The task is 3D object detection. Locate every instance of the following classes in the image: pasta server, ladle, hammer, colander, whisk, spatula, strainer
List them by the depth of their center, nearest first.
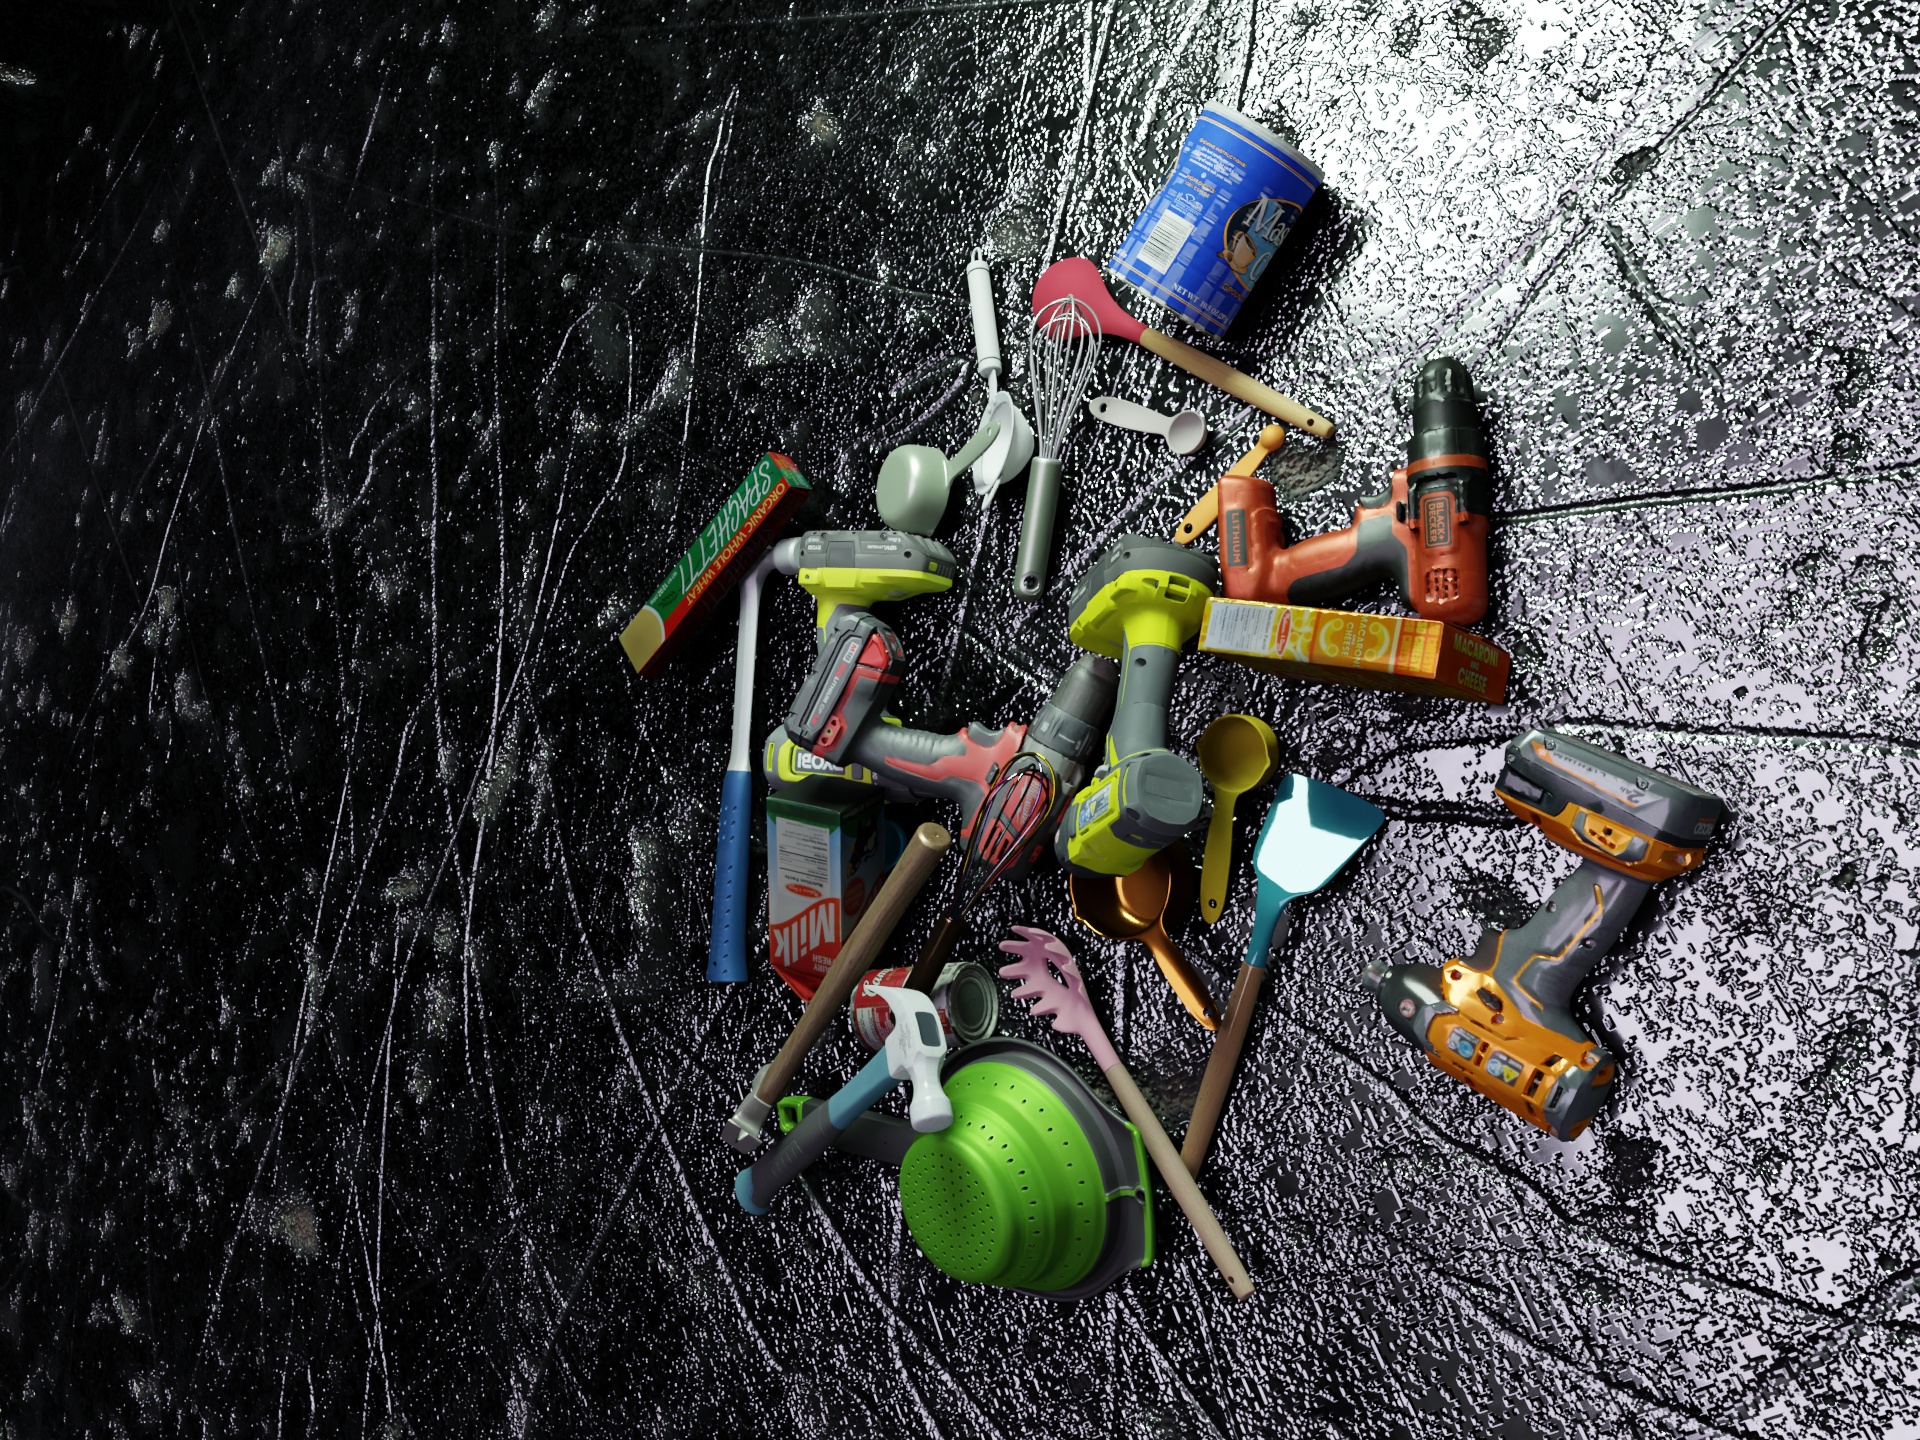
[{"bbox_3d":[0.208,0.196,1.129,0.082,0.044,0.317,24,103,37],"label":"spatula"},{"bbox_3d":[0.119,0.278,1.160,0.317,0.040,0.060,58,133,34],"label":"pasta server"},{"bbox_3d":[0.007,0.132,1.199,0.047,0.051,0.245,27,105,2],"label":"whisk"},{"bbox_3d":[-0.036,0.346,1.228,0.397,0.094,0.204,-1,98,44],"label":"colander"},{"bbox_3d":[-0.099,0.212,1.234,0.031,0.130,0.331,32,114,0],"label":"hammer"},{"bbox_3d":[0.163,-0.287,1.237,0.316,0.031,0.069,37,110,34],"label":"ladle"},{"bbox_3d":[-0.101,0.313,1.242,0.331,0.033,0.128,-49,40,43],"label":"hammer"},{"bbox_3d":[0.071,-0.216,1.275,0.059,0.057,0.246,-125,43,-77],"label":"whisk"},{"bbox_3d":[0.028,-0.289,1.333,0.087,0.050,0.259,135,133,-59],"label":"strainer"},{"bbox_3d":[-0.208,0.036,1.470,0.144,0.035,0.405,-2,82,37],"label":"hammer"}]

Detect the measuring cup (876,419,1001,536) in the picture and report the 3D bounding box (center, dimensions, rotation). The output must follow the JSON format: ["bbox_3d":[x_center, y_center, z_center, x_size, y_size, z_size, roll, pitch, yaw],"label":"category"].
[{"bbox_3d":[-0.022,-0.212,1.324,0.167,0.038,0.083,-32,58,56],"label":"measuring cup"}]

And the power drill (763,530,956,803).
[{"bbox_3d":[-0.069,-0.041,1.348,0.191,0.080,0.228,4,88,30],"label":"power drill"}]

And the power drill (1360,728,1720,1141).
[{"bbox_3d":[0.352,0.123,0.991,0.164,0.084,0.226,28,104,38],"label":"power drill"}]

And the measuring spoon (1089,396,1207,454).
[{"bbox_3d":[0.148,-0.235,1.250,0.124,0.018,0.034,29,101,44],"label":"measuring spoon"}]

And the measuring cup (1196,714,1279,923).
[{"bbox_3d":[0.198,0.072,1.160,0.062,0.029,0.156,15,104,39],"label":"measuring cup"}]

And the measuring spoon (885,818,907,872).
[{"bbox_3d":[-0.069,0.145,1.361,0.042,0.021,0.128,21,105,35],"label":"measuring spoon"}]

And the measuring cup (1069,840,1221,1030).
[{"bbox_3d":[0.151,0.151,1.162,0.095,0.052,0.174,-45,61,24],"label":"measuring cup"}]

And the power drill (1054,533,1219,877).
[{"bbox_3d":[0.117,-0.003,1.130,0.171,0.080,0.223,134,148,-62],"label":"power drill"}]

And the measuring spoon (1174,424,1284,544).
[{"bbox_3d":[0.200,-0.177,1.198,0.117,0.011,0.021,-48,57,22],"label":"measuring spoon"}]

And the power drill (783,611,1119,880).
[{"bbox_3d":[-0.002,-0.004,1.248,0.227,0.080,0.188,29,94,8],"label":"power drill"}]
